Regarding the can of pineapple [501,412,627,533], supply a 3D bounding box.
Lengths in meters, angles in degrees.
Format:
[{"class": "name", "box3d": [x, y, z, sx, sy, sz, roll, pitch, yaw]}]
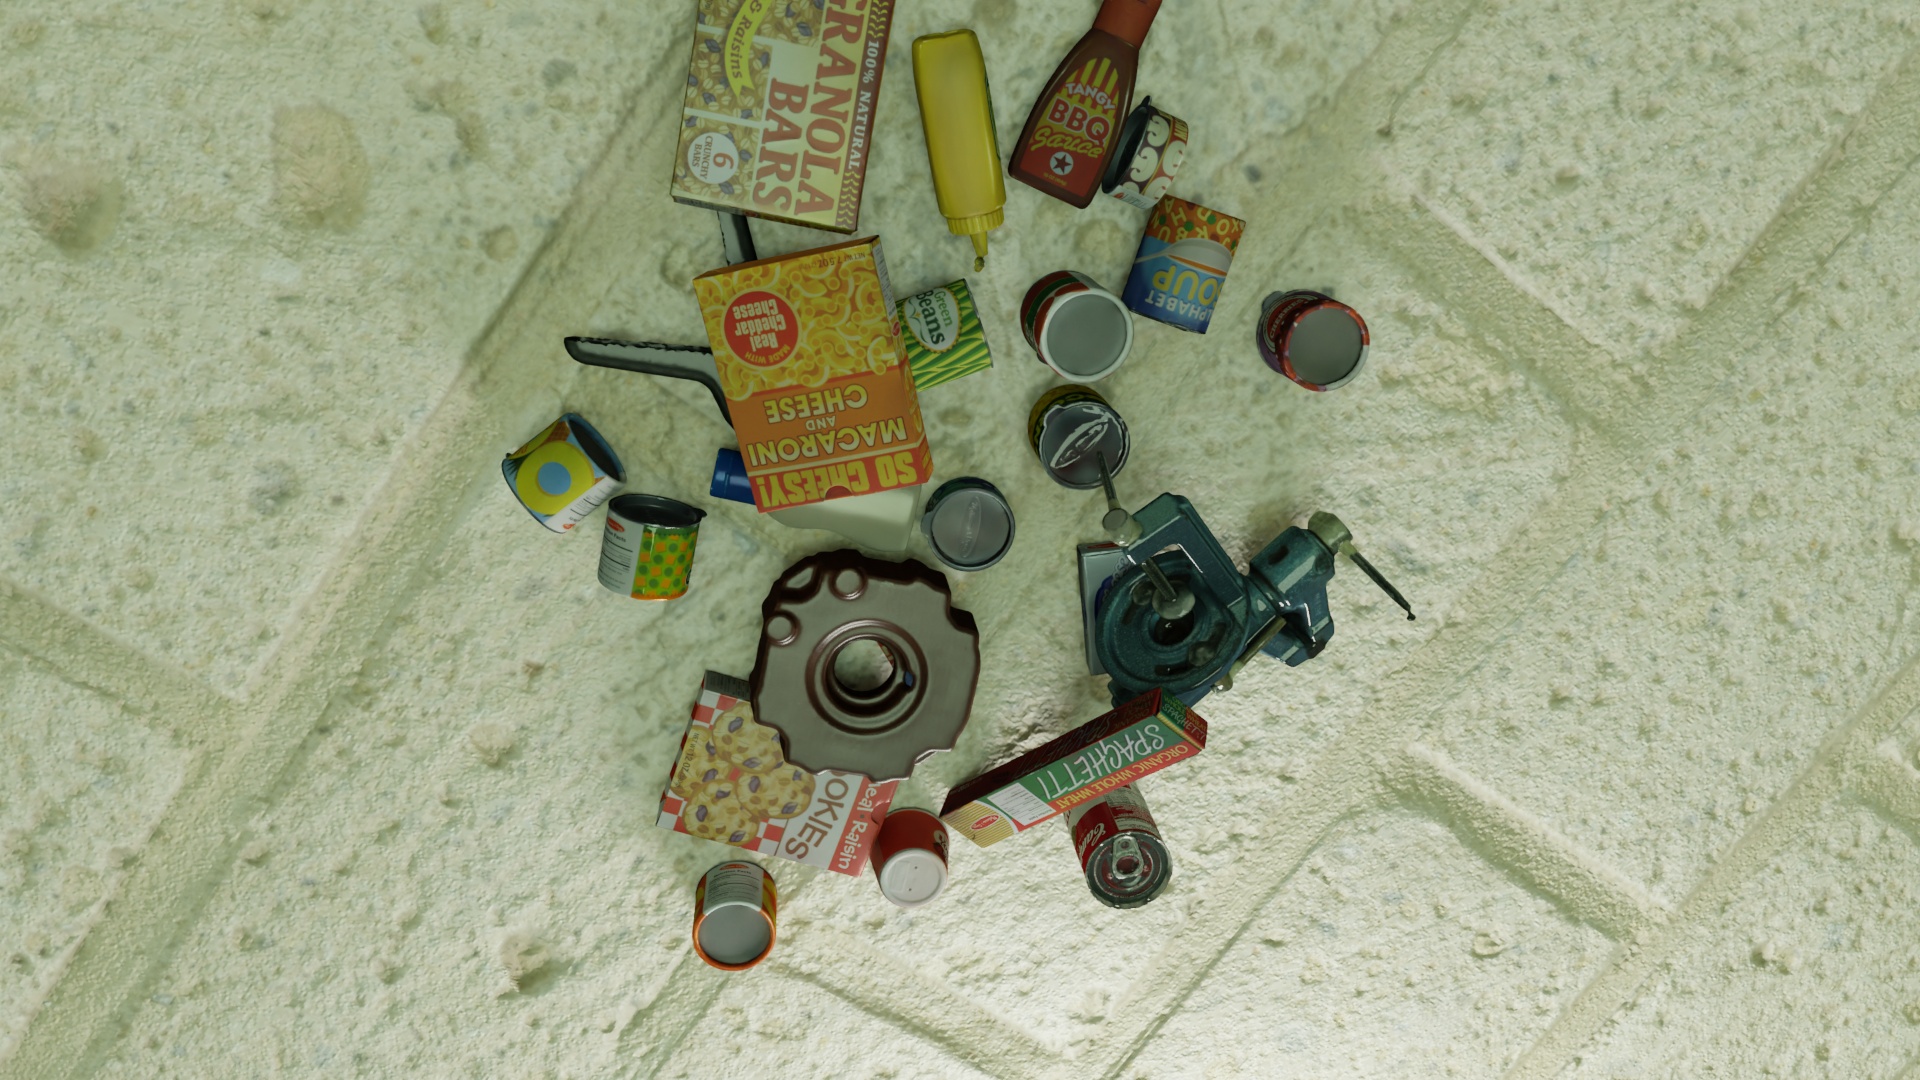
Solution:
[{"class": "can of pineapple", "box3d": [-0.278, -0.049, 0.973, 0.058, 0.071, 0.071, -36, 109, 5]}]

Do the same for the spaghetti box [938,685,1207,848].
[{"class": "spaghetti box", "box3d": [0.080, 0.175, 1.043, 0.050, 0.029, 0.249, 39, 134, -18]}]

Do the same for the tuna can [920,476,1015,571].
[{"class": "tuna can", "box3d": [0.004, -0.013, 1.038, 0.071, 0.033, 0.070, -2, 109, -7]}]

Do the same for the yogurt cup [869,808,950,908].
[{"class": "yogurt cup", "box3d": [-0.040, 0.256, 1.112, 0.072, 0.054, 0.072, -2, 108, -6]}]

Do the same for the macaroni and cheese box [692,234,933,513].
[{"class": "macaroni and cheese box", "box3d": [-0.097, -0.109, 0.935, 0.124, 0.040, 0.166, -10, 108, 11]}]

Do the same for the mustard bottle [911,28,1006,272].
[{"class": "mustard bottle", "box3d": [0.003, -0.261, 0.942, 0.049, 0.065, 0.159, -11, 115, 2]}]

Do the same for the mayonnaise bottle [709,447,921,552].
[{"class": "mayonnaise bottle", "box3d": [-0.106, -0.035, 1.013, 0.148, 0.041, 0.064, 12, 105, -10]}]

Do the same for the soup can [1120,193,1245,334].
[{"class": "soup can", "box3d": [0.157, -0.194, 0.977, 0.071, 0.071, 0.083, 15, 106, -12]}]

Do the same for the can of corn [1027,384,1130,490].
[{"class": "can of corn", "box3d": [0.083, -0.078, 1.013, 0.071, 0.058, 0.071, -2, 109, -6]}]

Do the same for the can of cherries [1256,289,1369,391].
[{"class": "can of cherries", "box3d": [0.254, -0.147, 1.012, 0.071, 0.058, 0.071, -2, 109, -7]}]

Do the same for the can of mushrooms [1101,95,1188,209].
[{"class": "can of mushrooms", "box3d": [0.127, -0.265, 0.952, 0.033, 0.071, 0.071, 21, 105, -14]}]

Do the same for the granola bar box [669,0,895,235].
[{"class": "granola bar box", "box3d": [-0.116, -0.295, 0.911, 0.124, 0.039, 0.165, 9, 97, -10]}]

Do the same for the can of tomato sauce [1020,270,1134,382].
[{"class": "can of tomato sauce", "box3d": [0.080, -0.149, 0.976, 0.071, 0.083, 0.071, -2, 108, -7]}]

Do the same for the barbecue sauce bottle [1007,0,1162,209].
[{"class": "barbecue sauce bottle", "box3d": [0.089, -0.306, 0.946, 0.065, 0.044, 0.148, 24, 104, -6]}]

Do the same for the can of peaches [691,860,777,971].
[{"class": "can of peaches", "box3d": [-0.179, 0.301, 1.106, 0.071, 0.058, 0.071, -2, 108, -7]}]

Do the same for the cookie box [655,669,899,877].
[{"class": "cookie box", "box3d": [-0.137, 0.184, 1.082, 0.167, 0.040, 0.122, 18, 105, -12]}]

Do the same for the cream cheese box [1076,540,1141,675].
[{"class": "cream cheese box", "box3d": [0.121, 0.052, 1.079, 0.053, 0.024, 0.103, -8, 109, -4]}]

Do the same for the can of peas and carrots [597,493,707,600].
[{"class": "can of peas and carrots", "box3d": [-0.222, 0.005, 0.999, 0.071, 0.071, 0.058, 11, 107, -11]}]

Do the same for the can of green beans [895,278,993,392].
[{"class": "can of green beans", "box3d": [-0.014, -0.144, 0.975, 0.058, 0.071, 0.071, -19, 110, 0]}]

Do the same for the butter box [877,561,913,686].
[{"class": "butter box", "box3d": [-0.038, 0.070, 1.065, 0.053, 0.024, 0.103, -30, 110, 3]}]
